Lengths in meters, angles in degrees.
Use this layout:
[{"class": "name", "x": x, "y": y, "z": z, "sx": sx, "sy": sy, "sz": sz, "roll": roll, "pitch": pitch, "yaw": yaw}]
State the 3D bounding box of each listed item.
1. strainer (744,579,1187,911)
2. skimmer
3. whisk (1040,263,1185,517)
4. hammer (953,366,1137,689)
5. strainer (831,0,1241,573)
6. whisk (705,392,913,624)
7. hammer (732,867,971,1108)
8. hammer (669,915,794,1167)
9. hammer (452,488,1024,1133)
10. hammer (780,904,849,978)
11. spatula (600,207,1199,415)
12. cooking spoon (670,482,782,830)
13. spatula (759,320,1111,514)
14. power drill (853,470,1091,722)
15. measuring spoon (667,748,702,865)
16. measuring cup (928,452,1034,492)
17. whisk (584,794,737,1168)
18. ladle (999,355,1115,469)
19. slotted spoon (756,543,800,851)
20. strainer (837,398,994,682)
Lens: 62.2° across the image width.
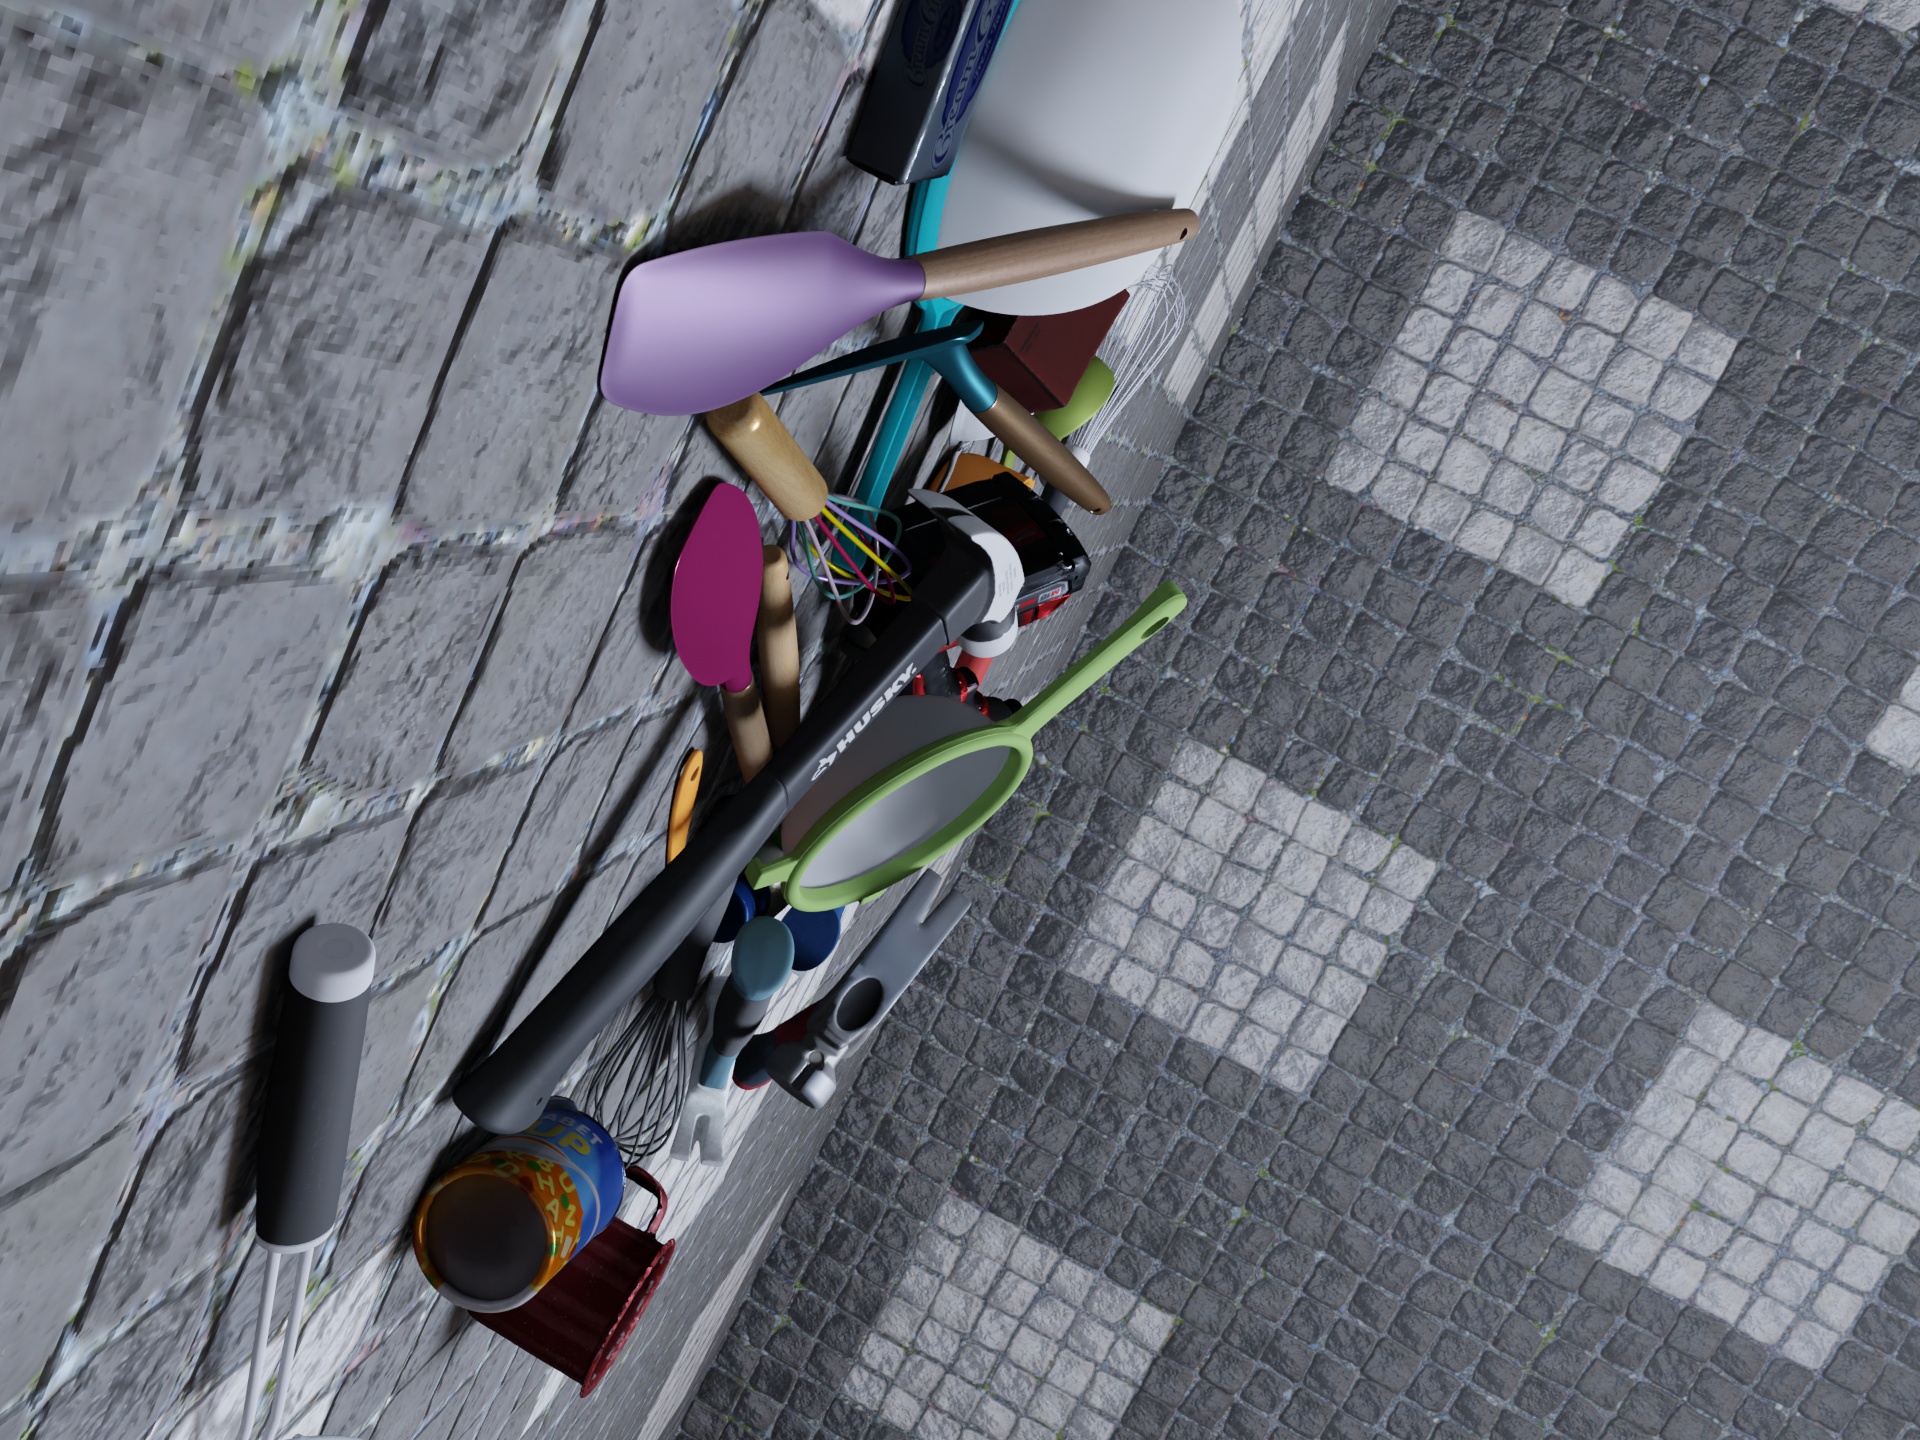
[{"class": "strainer", "x": -0.001, "y": -0.003, "z": 0.820, "sx": 0.256, "sy": 0.069, "sz": 0.151, "roll": -40, "pitch": 160, "yaw": 10}, {"class": "skimmer", "x": -0.211, "y": 0.225, "z": 0.517, "sx": 0.127, "sy": 0.090, "sz": 0.363, "roll": -10, "pitch": 133, "yaw": -41}, {"class": "whisk", "x": 0.097, "y": -0.222, "z": 1.192, "sx": 0.070, "sy": 0.070, "sz": 0.285, "roll": 91, "pitch": 24, "yaw": -77}, {"class": "hammer", "x": 0.042, "y": -0.108, "z": 1.221, "sx": 0.359, "sy": 0.036, "sz": 0.149, "roll": -64, "pitch": -174, "yaw": -29}, {"class": "strainer", "x": 0.040, "y": -0.205, "z": 0.715, "sx": 0.340, "sy": 0.095, "sz": 0.211, "roll": -66, "pitch": 173, "yaw": 20}, {"class": "whisk", "x": -0.056, "y": -0.085, "z": 0.648, "sx": 0.051, "sy": 0.047, "sz": 0.245, "roll": -37, "pitch": 168, "yaw": 1}, {"class": "hammer", "x": -0.092, "y": 0.189, "z": 1.023, "sx": 0.143, "sy": 0.038, "sz": 0.386, "roll": -51, "pitch": -178, "yaw": -21}, {"class": "hammer", "x": -0.131, "y": 0.175, "z": 0.914, "sx": 0.331, "sy": 0.033, "sz": 0.128, "roll": 120, "pitch": -18, "yaw": -64}, {"class": "hammer", "x": -0.090, "y": 0.039, "z": 0.683, "sx": 0.335, "sy": 0.035, "sz": 0.146, "roll": -48, "pitch": 163, "yaw": -13}, {"class": "hammer", "x": -0.092, "y": 0.132, "z": 1.088, "sx": 0.144, "sy": 0.035, "sz": 0.405, "roll": -52, "pitch": 179, "yaw": -2}, {"class": "spatula", "x": -0.002, "y": -0.155, "z": 0.556, "sx": 0.316, "sy": 0.018, "sz": 0.059, "roll": -29, "pitch": 151, "yaw": -45}, {"class": "cooking spoon", "x": -0.098, "y": -0.008, "z": 0.710, "sx": 0.318, "sy": 0.017, "sz": 0.069, "roll": 92, "pitch": 18, "yaw": -67}, {"class": "spatula", "x": 0.017, "y": -0.123, "z": 0.691, "sx": 0.317, "sy": 0.082, "sz": 0.044, "roll": 18, "pitch": 63, "yaw": -67}, {"class": "power drill", "x": -0.005, "y": -0.031, "z": 0.924, "sx": 0.143, "sy": 0.079, "sz": 0.219, "roll": -23, "pitch": 149, "yaw": -28}, {"class": "measuring spoon", "x": -0.133, "y": 0.052, "z": 0.779, "sx": 0.021, "sy": 0.011, "sz": 0.116, "roll": -58, "pitch": 172, "yaw": -39}, {"class": "measuring cup", "x": -0.001, "y": -0.108, "z": 1.019, "sx": 0.095, "sy": 0.052, "sz": 0.173, "roll": -61, "pitch": 176, "yaw": -17}, {"class": "whisk", "x": -0.157, "y": 0.145, "z": 0.860, "sx": 0.055, "sy": 0.055, "sz": 0.239, "roll": -46, "pitch": 159, "yaw": -69}, {"class": "ladle", "x": 0.030, "y": -0.138, "z": 1.133, "sx": 0.320, "sy": 0.062, "sz": 0.078, "roll": 114, "pitch": -2, "yaw": -51}, {"class": "slotted spoon", "x": -0.091, "y": -0.005, "z": 0.817, "sx": 0.313, "sy": 0.031, "sz": 0.070, "roll": 99, "pitch": -3, "yaw": -65}, {"class": "strainer", "x": -0.010, "y": -0.130, "z": 0.906, "sx": 0.258, "sy": 0.050, "sz": 0.087, "roll": -61, "pitch": 175, "yaw": 18}]
